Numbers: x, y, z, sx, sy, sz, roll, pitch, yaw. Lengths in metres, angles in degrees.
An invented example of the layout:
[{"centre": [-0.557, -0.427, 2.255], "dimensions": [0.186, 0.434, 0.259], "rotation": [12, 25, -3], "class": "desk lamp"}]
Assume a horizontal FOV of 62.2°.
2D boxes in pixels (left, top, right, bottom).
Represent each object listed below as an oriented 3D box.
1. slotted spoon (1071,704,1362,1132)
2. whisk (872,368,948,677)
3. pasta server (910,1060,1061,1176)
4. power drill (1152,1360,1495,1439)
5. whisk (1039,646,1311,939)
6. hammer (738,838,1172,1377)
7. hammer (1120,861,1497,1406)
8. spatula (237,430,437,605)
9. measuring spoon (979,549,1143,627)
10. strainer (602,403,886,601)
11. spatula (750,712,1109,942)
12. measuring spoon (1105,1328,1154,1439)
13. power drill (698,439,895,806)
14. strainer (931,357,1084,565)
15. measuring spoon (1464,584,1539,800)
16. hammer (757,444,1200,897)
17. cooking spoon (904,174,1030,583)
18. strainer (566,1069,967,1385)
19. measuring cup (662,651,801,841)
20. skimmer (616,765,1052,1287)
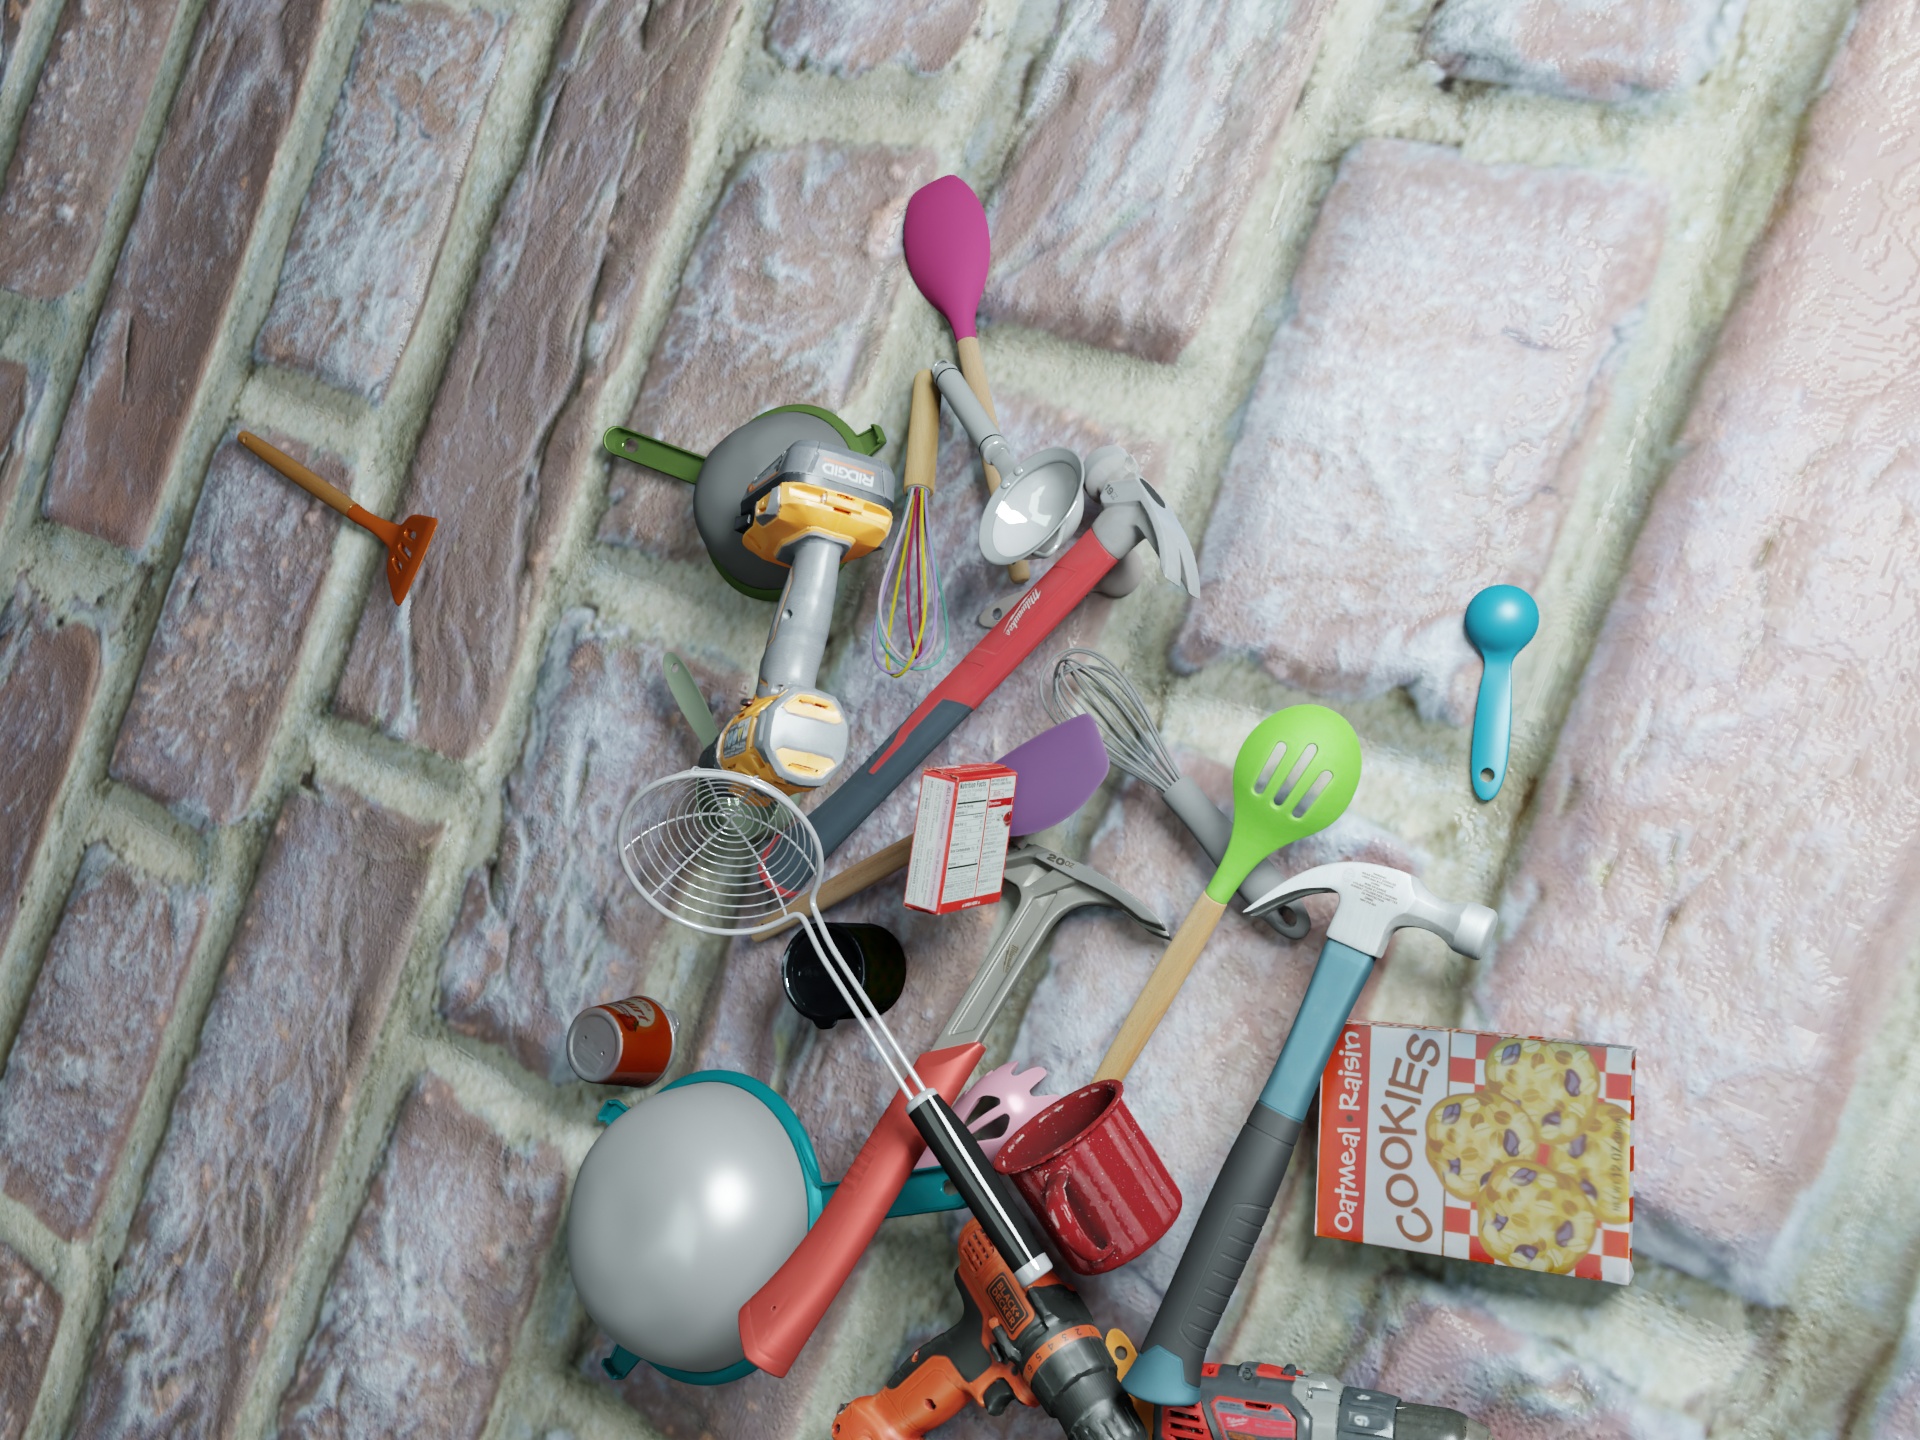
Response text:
[{"centre": [0.144, 0.129, 0.961], "dimensions": [0.070, 0.031, 0.313], "rotation": [31, 109, 11], "class": "slotted spoon"}, {"centre": [-0.028, -0.139, 1.085], "dimensions": [0.051, 0.047, 0.245], "rotation": [4, 64, 0], "class": "whisk"}, {"centre": [-0.062, 0.328, 1.071], "dimensions": [0.316, 0.040, 0.060], "rotation": [-40, 66, 22], "class": "pasta server"}, {"centre": [0.198, 0.479, 0.880], "dimensions": [0.188, 0.080, 0.227], "rotation": [-2, 78, 23], "class": "power drill"}, {"centre": [0.133, 0.045, 0.997], "dimensions": [0.055, 0.055, 0.239], "rotation": [-46, 69, 15], "class": "whisk"}, {"centre": [-0.017, 0.242, 0.987], "dimensions": [0.149, 0.036, 0.359], "rotation": [24, 74, 32], "class": "hammer"}, {"centre": [0.176, 0.233, 0.896], "dimensions": [0.128, 0.033, 0.331], "rotation": [24, 89, 28], "class": "hammer"}, {"centre": [-0.557, -0.196, 1.407], "dimensions": [0.323, 0.041, 0.081], "rotation": [31, 98, 29], "class": "spatula"}, {"centre": [0.064, -0.087, 1.069], "dimensions": [0.124, 0.018, 0.034], "rotation": [-19, 74, 26], "class": "measuring spoon"}, {"centre": [-0.187, -0.185, 1.190], "dimensions": [0.256, 0.069, 0.151], "rotation": [23, 94, 27], "class": "strainer"}, {"centre": [-0.029, 0.086, 1.063], "dimensions": [0.316, 0.018, 0.060], "rotation": [-30, 65, 30], "class": "spatula"}, {"centre": [0.114, 0.430, 0.969], "dimensions": [0.021, 0.011, 0.117], "rotation": [-23, 68, 7], "class": "measuring spoon"}, {"centre": [-0.120, -0.054, 1.067], "dimensions": [0.185, 0.084, 0.226], "rotation": [-20, 59, 63], "class": "power drill"}, {"centre": [0.027, -0.172, 1.039], "dimensions": [0.087, 0.050, 0.259], "rotation": [-43, 44, 16], "class": "strainer"}, {"centre": [0.309, -0.018, 0.924], "dimensions": [0.042, 0.021, 0.129], "rotation": [3, 83, 29], "class": "measuring spoon"}, {"centre": [-0.002, -0.003, 1.049], "dimensions": [0.386, 0.038, 0.143], "rotation": [-46, 38, 21], "class": "hammer"}, {"centre": [0.010, -0.245, 1.122], "dimensions": [0.069, 0.017, 0.319], "rotation": [-20, 73, 26], "class": "cooking spoon"}, {"centre": [-0.149, 0.326, 1.052], "dimensions": [0.340, 0.095, 0.211], "rotation": [-19, 66, 32], "class": "strainer"}, {"centre": [-0.173, 0.016, 1.171], "dimensions": [0.083, 0.038, 0.168], "rotation": [-41, 64, 17], "class": "measuring cup"}, {"centre": [-0.074, 0.183, 0.943], "dimensions": [0.127, 0.090, 0.363], "rotation": [-46, 70, 28], "class": "skimmer"}]
